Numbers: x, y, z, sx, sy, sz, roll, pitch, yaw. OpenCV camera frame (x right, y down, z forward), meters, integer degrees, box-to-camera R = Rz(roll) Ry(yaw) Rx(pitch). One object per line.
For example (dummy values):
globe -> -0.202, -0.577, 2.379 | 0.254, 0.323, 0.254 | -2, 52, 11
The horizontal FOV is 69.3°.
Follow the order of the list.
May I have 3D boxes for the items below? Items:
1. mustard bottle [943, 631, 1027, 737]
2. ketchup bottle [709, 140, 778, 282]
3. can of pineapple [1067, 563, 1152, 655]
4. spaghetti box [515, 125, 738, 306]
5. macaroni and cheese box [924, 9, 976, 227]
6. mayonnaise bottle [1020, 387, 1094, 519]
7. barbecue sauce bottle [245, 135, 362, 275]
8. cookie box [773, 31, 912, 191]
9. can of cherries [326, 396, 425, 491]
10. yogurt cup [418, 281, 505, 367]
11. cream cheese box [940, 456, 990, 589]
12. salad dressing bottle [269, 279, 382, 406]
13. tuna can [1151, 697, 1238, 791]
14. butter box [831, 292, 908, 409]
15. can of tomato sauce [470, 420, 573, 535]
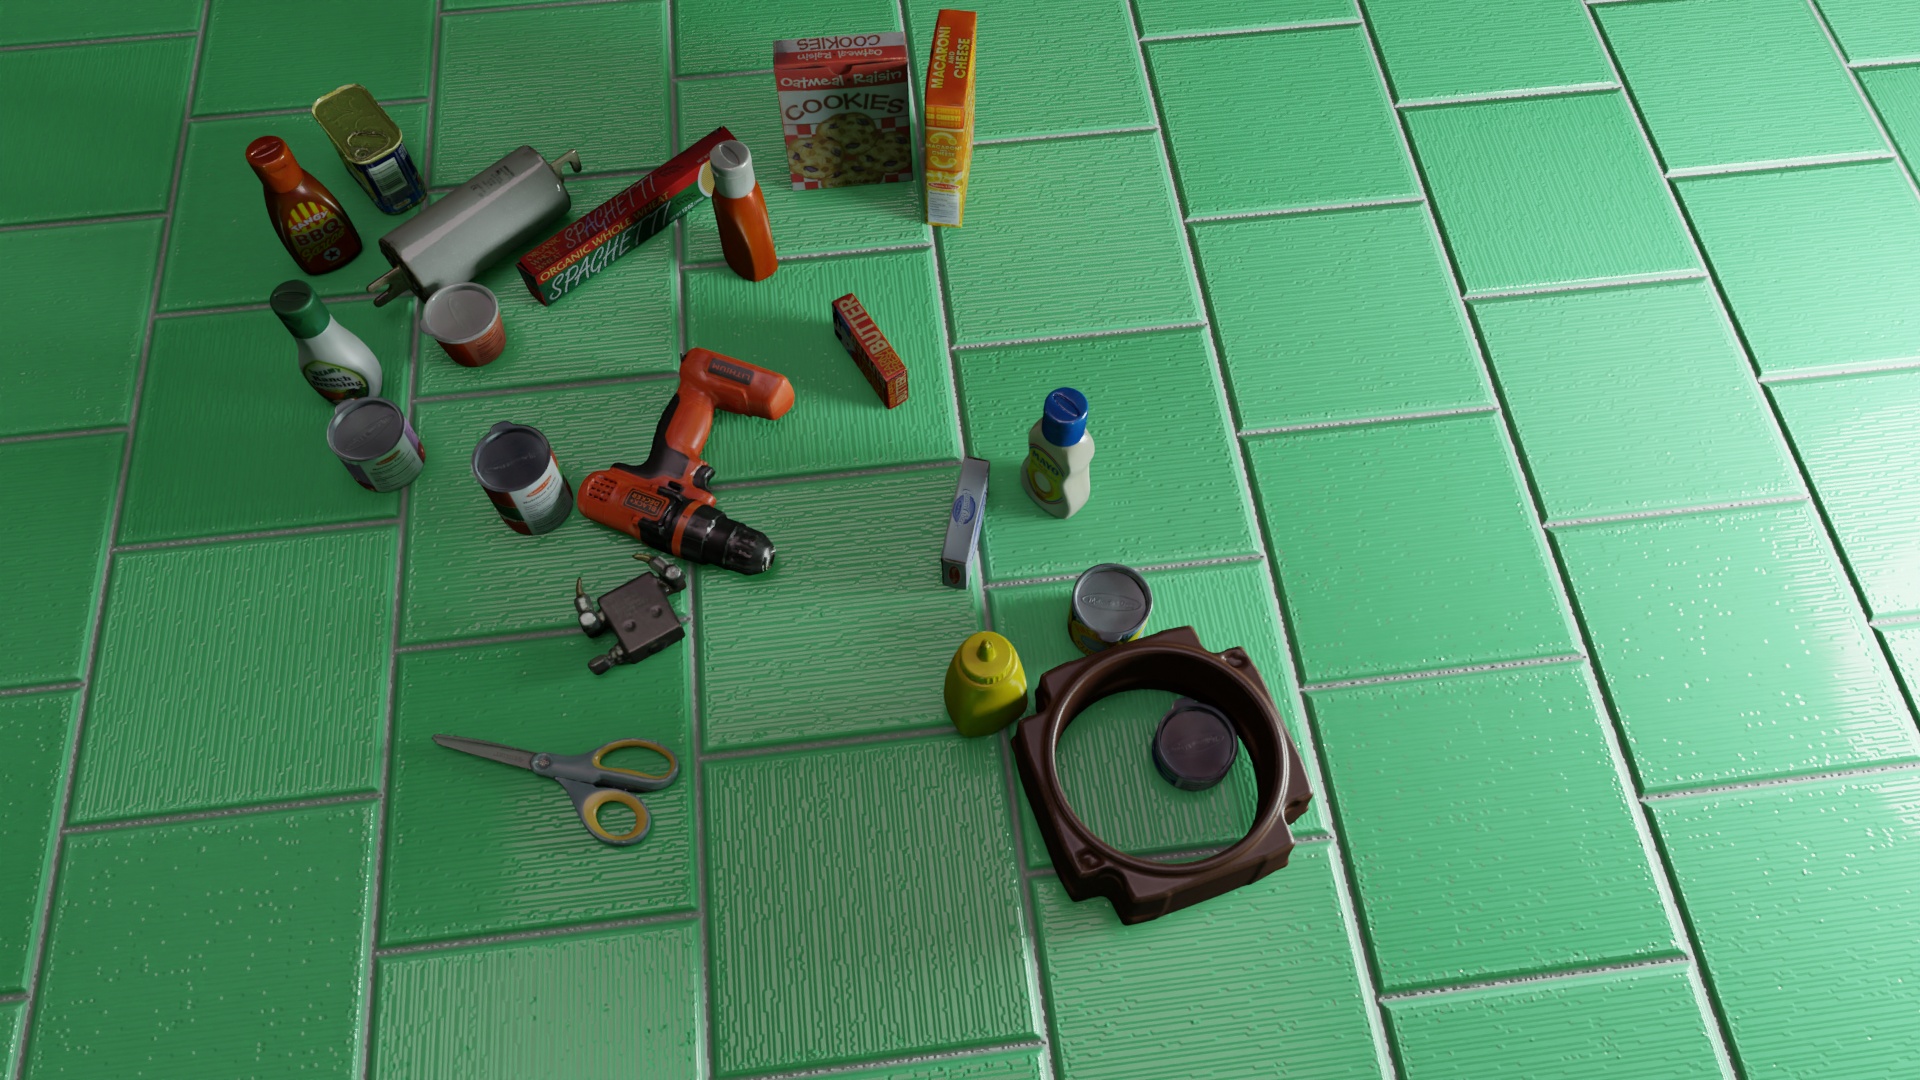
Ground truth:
mustard bottle -> 0.020, 0.106, 1.079 | 0.065, 0.159, 0.049 | -21, 65, -11
ketchup bottle -> -0.205, -0.308, 1.295 | 0.044, 0.148, 0.065 | -36, 69, -17
can of pineapple -> 0.123, 0.062, 1.160 | 0.071, 0.057, 0.071 | 0, 63, 0
spaghetti box -> -0.318, -0.317, 1.354 | 0.251, 0.050, 0.029 | -40, 70, -19
macaroni and cheese box -> -0.010, -0.403, 1.336 | 0.040, 0.165, 0.124 | 5, 63, 2
mayonnaise bottle -> 0.084, -0.076, 1.179 | 0.041, 0.147, 0.065 | -41, 70, -19
barbecue sauce bottle -> -0.615, -0.313, 1.294 | 0.065, 0.148, 0.044 | -33, 68, -16
cookie box -> -0.110, -0.410, 1.338 | 0.123, 0.166, 0.040 | -6, 63, -3
can of cherries -> -0.517, -0.086, 1.229 | 0.071, 0.058, 0.072 | 0, 63, 0
yogurt cup -> -0.457, -0.198, 1.289 | 0.072, 0.053, 0.072 | 0, 63, 0
cream cheese box -> 0.004, -0.015, 1.200 | 0.024, 0.053, 0.104 | 10, 63, 5
salad dressing bottle -> -0.559, -0.171, 1.222 | 0.064, 0.147, 0.044 | 1, 63, 0
tuna can -> 0.188, 0.165, 1.121 | 0.071, 0.032, 0.071 | 0, 63, 0
butter box -> -0.083, -0.175, 1.282 | 0.024, 0.053, 0.104 | -29, 67, -14
can of tomato sauce -> -0.378, -0.053, 1.199 | 0.071, 0.082, 0.071 | 0, 63, 0
